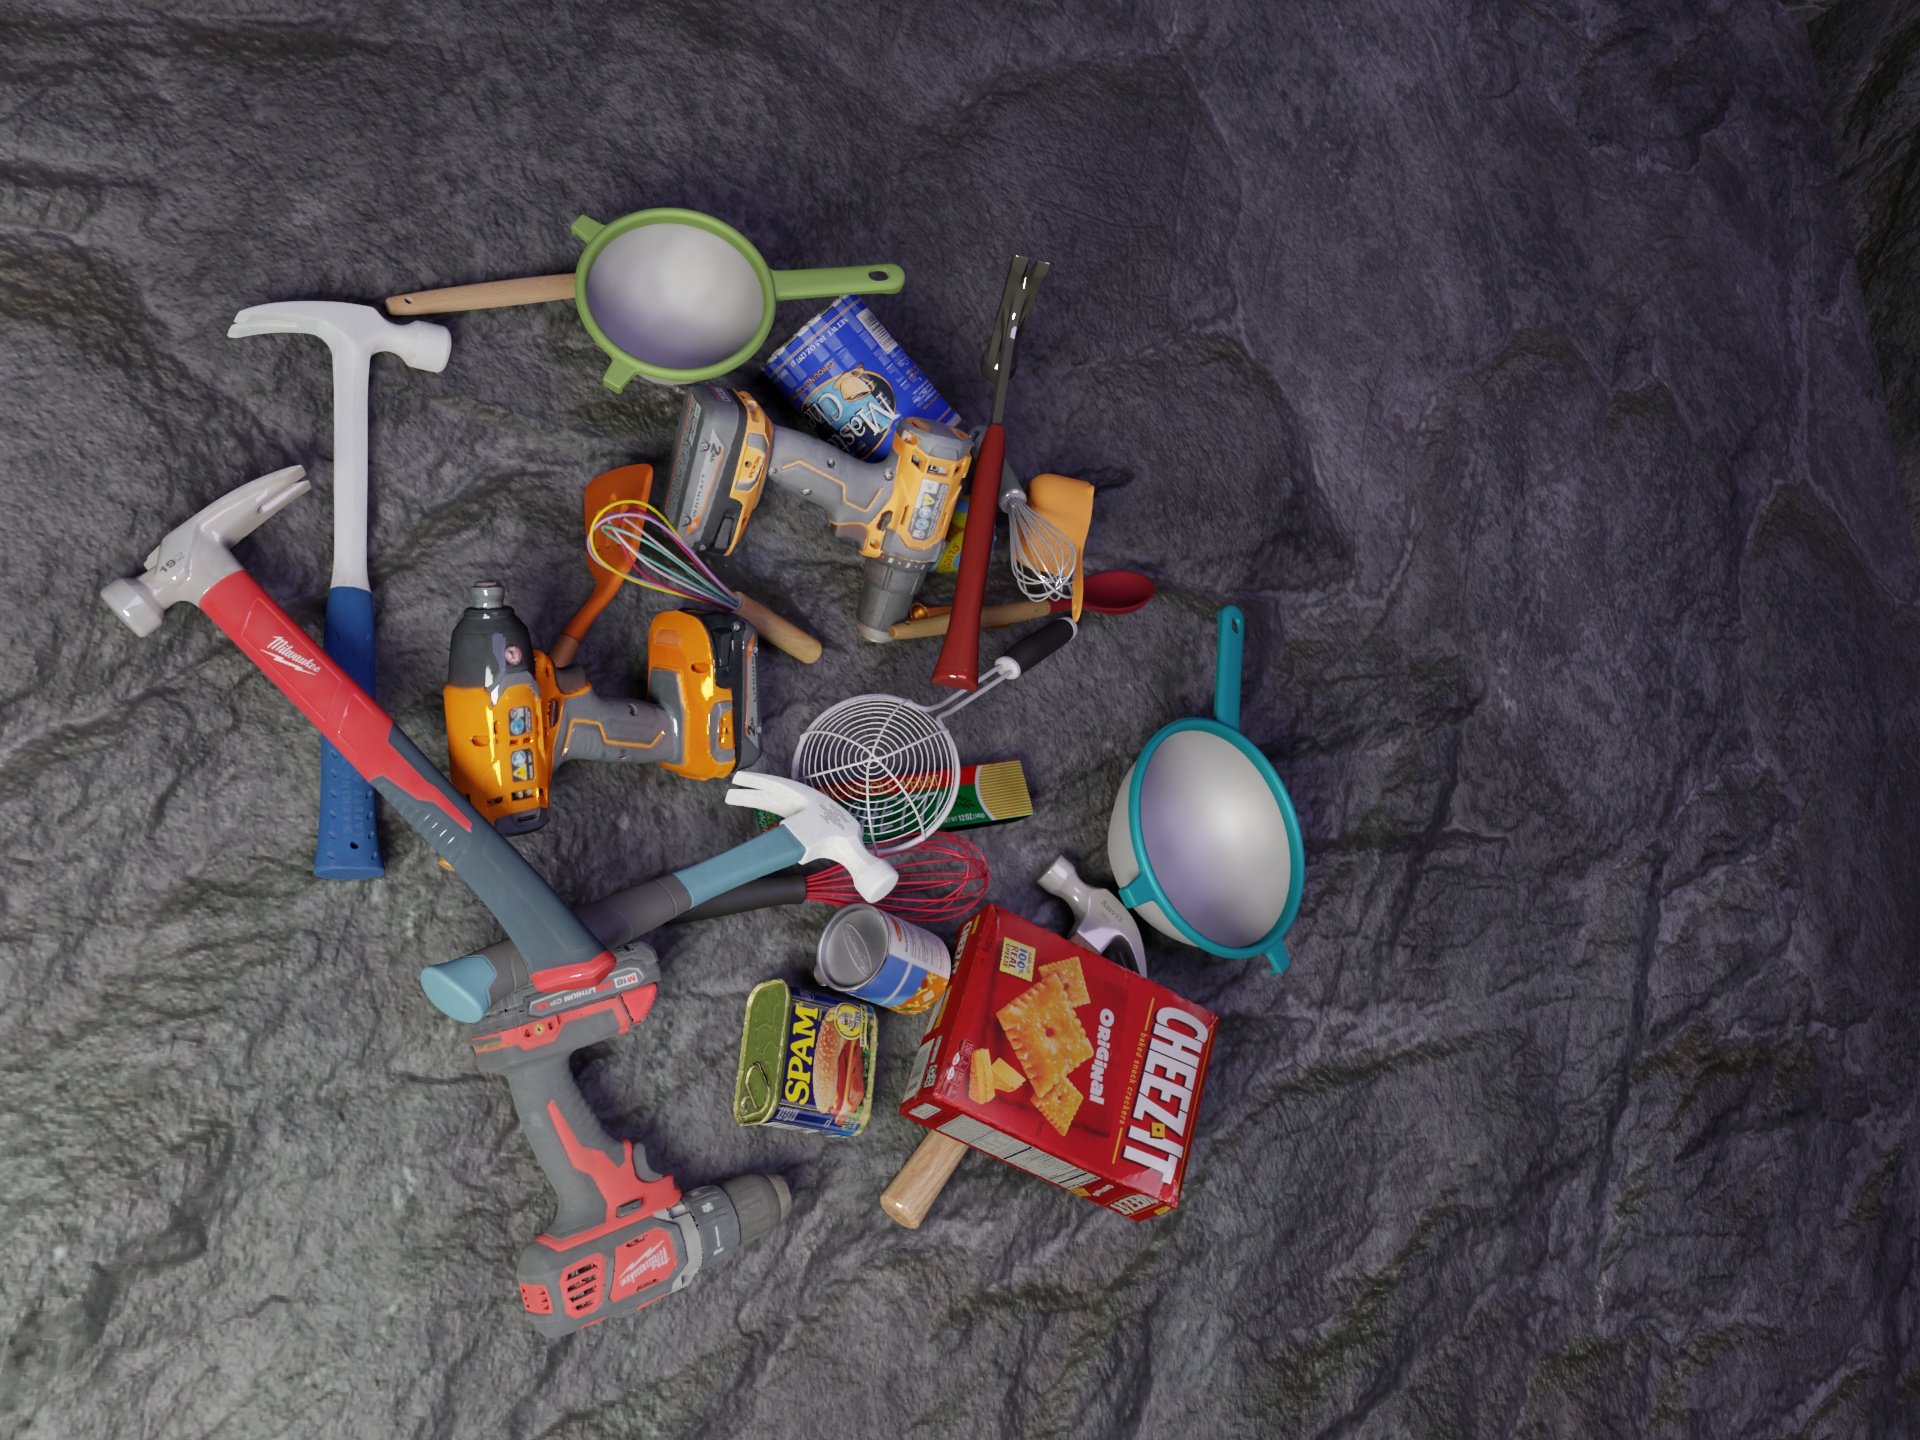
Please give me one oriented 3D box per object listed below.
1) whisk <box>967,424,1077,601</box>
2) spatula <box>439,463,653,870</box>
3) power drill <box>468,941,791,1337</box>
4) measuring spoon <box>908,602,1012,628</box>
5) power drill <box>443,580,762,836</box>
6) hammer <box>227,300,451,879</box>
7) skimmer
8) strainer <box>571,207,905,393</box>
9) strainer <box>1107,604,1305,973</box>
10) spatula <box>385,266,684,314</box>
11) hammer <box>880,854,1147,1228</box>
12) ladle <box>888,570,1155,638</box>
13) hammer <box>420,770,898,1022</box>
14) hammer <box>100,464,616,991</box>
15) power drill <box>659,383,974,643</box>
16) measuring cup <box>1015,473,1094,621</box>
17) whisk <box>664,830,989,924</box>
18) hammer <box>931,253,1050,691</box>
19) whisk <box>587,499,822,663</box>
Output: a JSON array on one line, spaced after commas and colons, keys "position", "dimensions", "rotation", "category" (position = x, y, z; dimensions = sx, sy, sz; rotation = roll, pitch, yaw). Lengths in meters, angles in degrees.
[{"position": [0.047, -0.183, 1.364], "dimensions": [0.059, 0.058, 0.247], "rotation": [29, 26, -38], "category": "whisk"}, {"position": [-0.293, -0.042, 1.121], "dimensions": [0.041, 0.081, 0.323], "rotation": [43, 56, -37], "category": "spatula"}, {"position": [-0.216, 0.265, 1.046], "dimensions": [0.188, 0.080, 0.227], "rotation": [-12, 84, -39], "category": "power drill"}, {"position": [0.000, -0.089, 1.380], "dimensions": [0.116, 0.011, 0.021], "rotation": [0, 72, -40], "category": "measuring spoon"}, {"position": [-0.245, -0.021, 1.084], "dimensions": [0.226, 0.084, 0.164], "rotation": [-13, 106, -46], "category": "power drill"}, {"position": [-0.413, -0.097, 1.060], "dimensions": [0.144, 0.035, 0.406], "rotation": [6, 70, -35], "category": "hammer"}, {"position": [-0.002, -0.004, 1.307], "dimensions": [0.127, 0.090, 0.363], "rotation": [38, 33, 12], "category": "skimmer"}, {"position": [-0.171, -0.322, 1.242], "dimensions": [0.256, 0.069, 0.152], "rotation": [-10, 73, -18], "category": "strainer"}, {"position": [0.207, 0.054, 1.425], "dimensions": [0.210, 0.095, 0.341], "rotation": [26, 57, -29], "category": "strainer"}, {"position": [-0.295, -0.336, 1.247], "dimensions": [0.317, 0.044, 0.082], "rotation": [-18, 85, -35], "category": "spatula"}, {"position": [0.043, 0.260, 1.257], "dimensions": [0.130, 0.031, 0.331], "rotation": [41, 55, -2], "category": "hammer"}, {"position": [0.057, -0.096, 1.383], "dimensions": [0.315, 0.069, 0.031], "rotation": [-13, 122, -43], "category": "ladle"}, {"position": [-0.196, 0.119, 1.048], "dimensions": [0.331, 0.033, 0.128], "rotation": [-22, 59, -44], "category": "hammer"}, {"position": [-0.341, 0.010, 0.975], "dimensions": [0.386, 0.038, 0.143], "rotation": [44, 69, 7], "category": "hammer"}, {"position": [-0.115, -0.159, 1.246], "dimensions": [0.226, 0.185, 0.084], "rotation": [7, 24, -26], "category": "power drill"}, {"position": [0.078, -0.148, 1.386], "dimensions": [0.052, 0.095, 0.174], "rotation": [14, 41, -11], "category": "measuring cup"}, {"position": [-0.103, 0.125, 1.195], "dimensions": [0.295, 0.073, 0.073], "rotation": [-3, 75, -31], "category": "whisk"}, {"position": [0.022, -0.193, 1.281], "dimensions": [0.036, 0.149, 0.359], "rotation": [11, 66, -6], "category": "hammer"}, {"position": [-0.180, -0.097, 1.179], "dimensions": [0.244, 0.051, 0.047], "rotation": [32, 64, -50], "category": "whisk"}]
